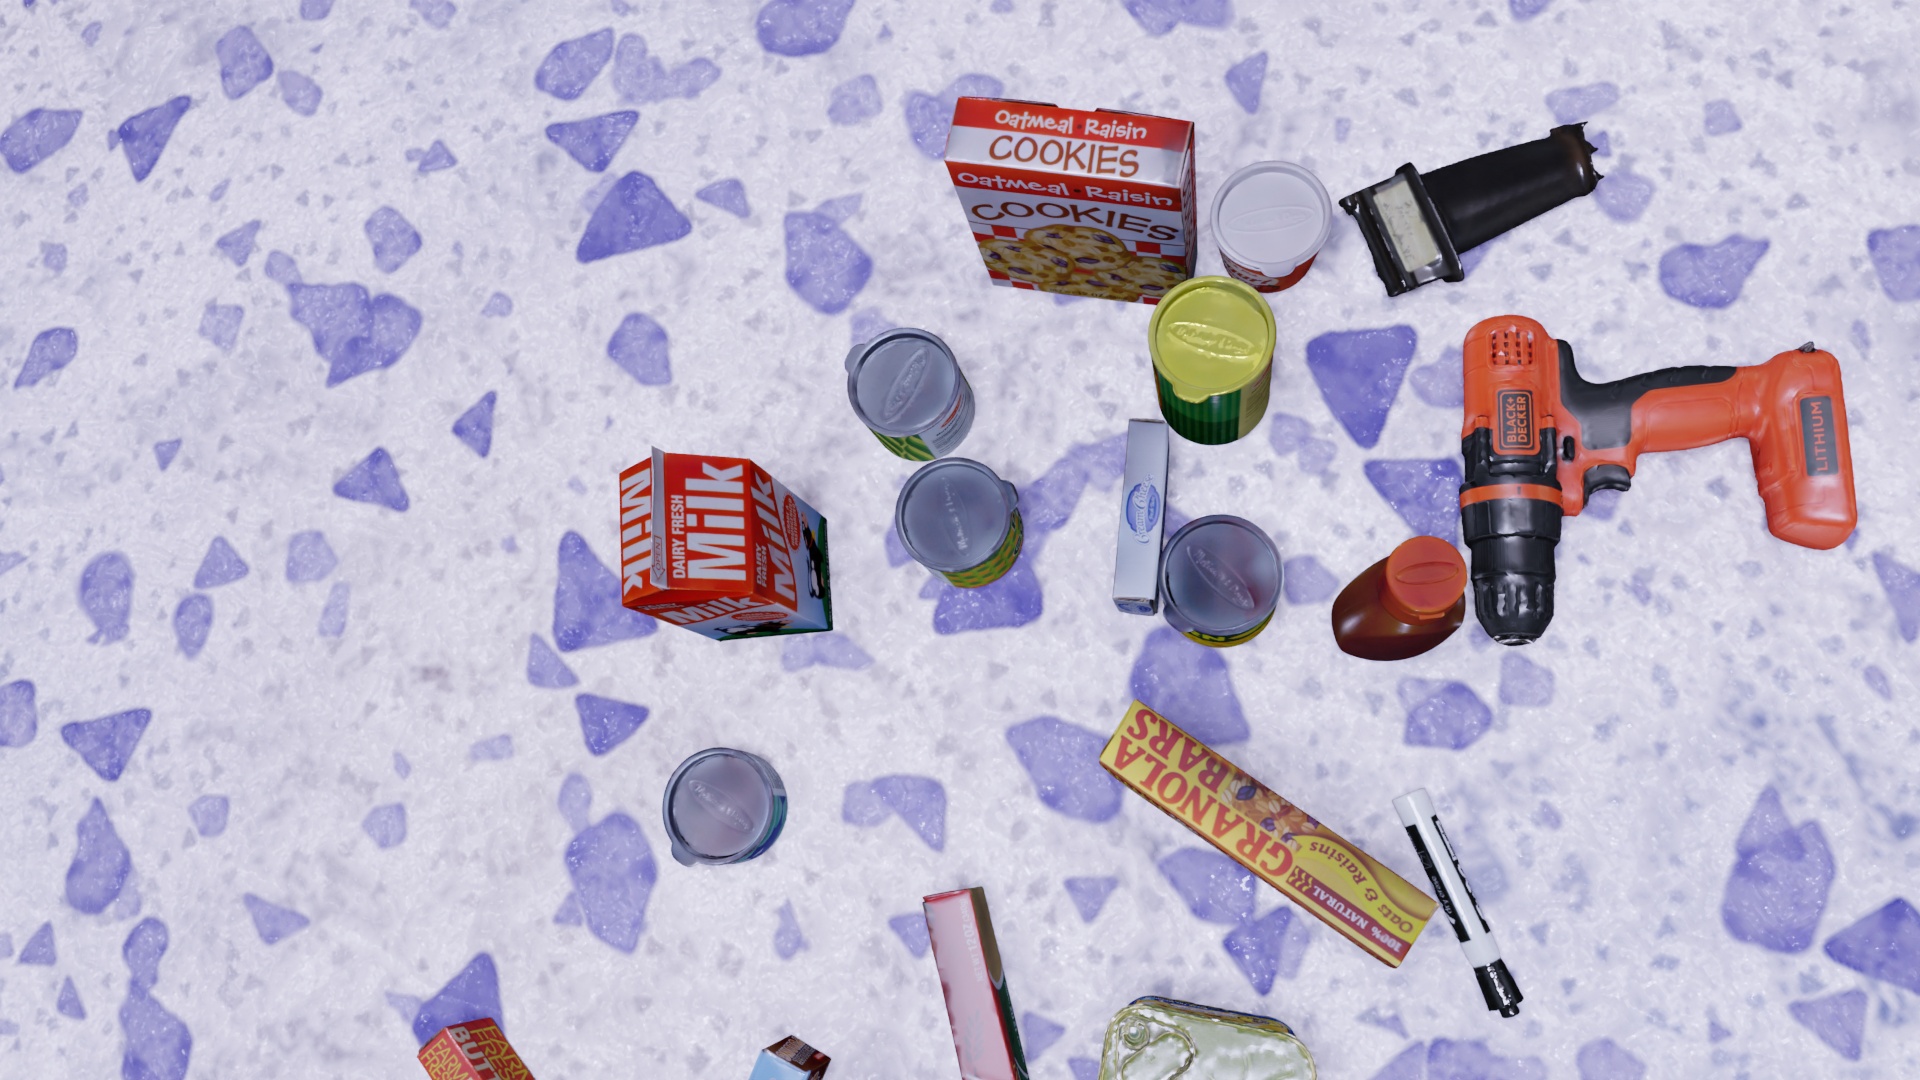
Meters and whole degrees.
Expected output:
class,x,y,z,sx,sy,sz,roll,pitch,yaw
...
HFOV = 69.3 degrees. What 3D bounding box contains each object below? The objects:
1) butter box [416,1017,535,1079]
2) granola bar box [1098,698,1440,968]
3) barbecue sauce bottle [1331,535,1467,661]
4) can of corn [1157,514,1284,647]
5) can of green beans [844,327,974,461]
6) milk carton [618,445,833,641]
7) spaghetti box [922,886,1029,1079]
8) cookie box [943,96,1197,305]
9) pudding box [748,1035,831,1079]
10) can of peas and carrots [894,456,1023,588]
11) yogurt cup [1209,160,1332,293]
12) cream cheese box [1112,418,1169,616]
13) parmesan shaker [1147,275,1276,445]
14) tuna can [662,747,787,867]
class,x,y,z,sx,sy,sz,roll,pitch,yaw
butter box,-0.254,0.316,0.774,0.024,0.053,0.103,-43,74,-1
granola bar box,0.151,0.147,0.703,0.166,0.124,0.039,34,86,15
barbecue sauce bottle,0.226,0.031,0.704,0.065,0.148,0.044,-7,77,9
can of corn,0.142,0.026,0.767,0.071,0.058,0.071,-2,77,10
can of green beans,-0.028,-0.085,0.823,0.071,0.057,0.071,-2,77,10
milk carton,-0.130,0.006,0.751,0.073,0.190,0.072,-6,77,9
spaghetti box,0.024,0.308,0.728,0.029,0.050,0.250,-16,75,7
cookie box,0.067,-0.184,0.771,0.123,0.167,0.040,9,80,12
pudding box,-0.105,0.315,0.749,0.030,0.049,0.084,22,82,14
can of peas and carrots,0.003,-0.010,0.800,0.071,0.058,0.071,-2,77,10
yogurt cup,0.180,-0.179,0.809,0.072,0.054,0.072,-2,77,10
cream cheese box,0.103,-0.012,0.785,0.024,0.053,0.104,4,78,11
parmesan shaker,0.139,-0.094,0.771,0.071,0.103,0.071,-2,77,10
tuna can,-0.136,0.155,0.800,0.071,0.033,0.071,-2,77,10
